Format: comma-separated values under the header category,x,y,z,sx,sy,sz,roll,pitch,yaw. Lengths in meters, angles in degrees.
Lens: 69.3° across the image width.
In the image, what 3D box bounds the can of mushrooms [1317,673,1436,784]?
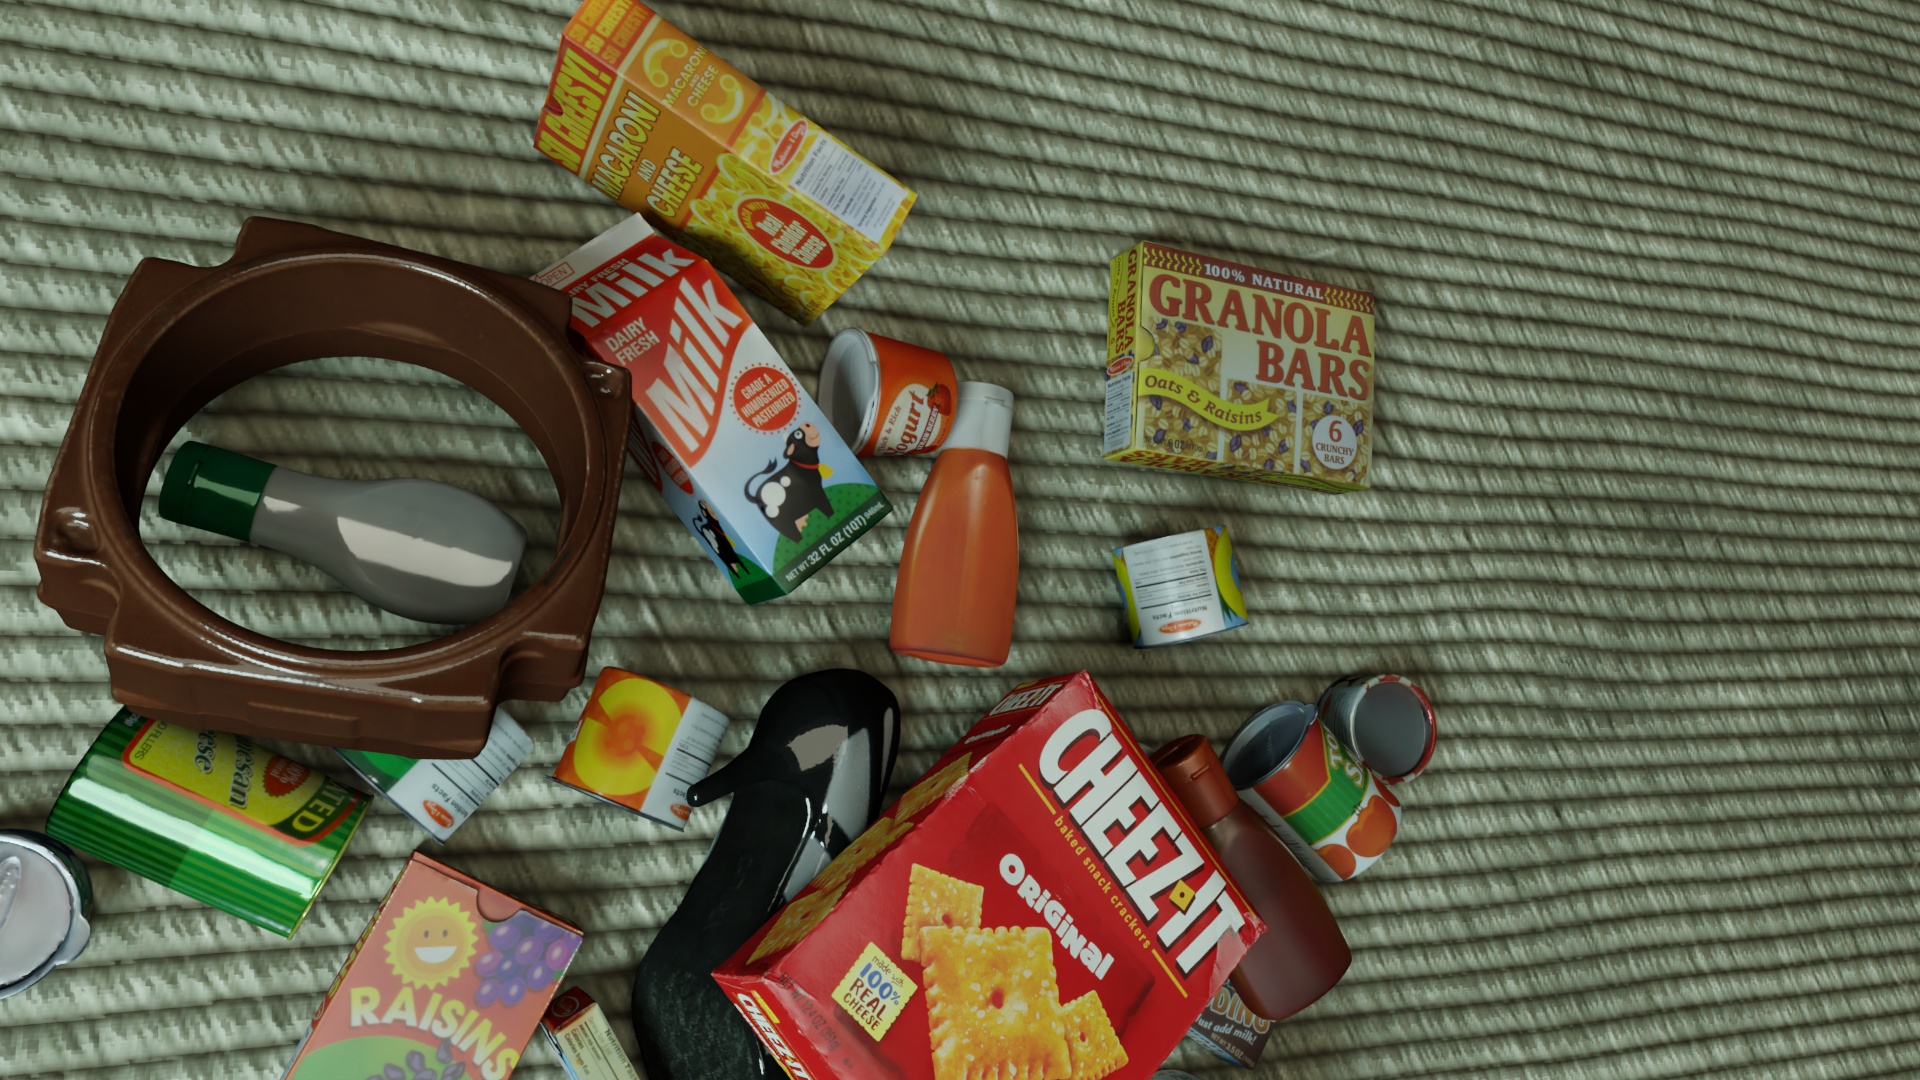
category,x,y,z,sx,sy,sz,roll,pitch,yaw
can of mushrooms,0.251,0.113,0.833,0.071,0.033,0.071,3,81,-22

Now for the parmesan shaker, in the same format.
category,x,y,z,sx,sy,sz,roll,pitch,yaw
parmesan shaker,-0.310,0.115,0.576,0.103,0.071,0.071,31,72,-16

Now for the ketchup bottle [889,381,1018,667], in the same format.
category,x,y,z,sx,sy,sz,roll,pitch,yaw
ketchup bottle,0.003,-0.009,0.740,0.065,0.043,0.149,12,78,-22

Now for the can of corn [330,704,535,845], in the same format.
category,x,y,z,sx,sy,sz,roll,pitch,yaw
can of corn,-0.235,0.090,0.616,0.071,0.071,0.058,46,68,-11

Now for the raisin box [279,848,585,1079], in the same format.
category,x,y,z,sx,sy,sz,roll,pitch,yaw
raisin box,-0.235,0.211,0.612,0.086,0.040,0.124,31,71,-15

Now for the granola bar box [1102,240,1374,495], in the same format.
category,x,y,z,sx,sy,sz,roll,pitch,yaw
granola bar box,0.168,-0.099,0.824,0.166,0.039,0.124,7,80,-22

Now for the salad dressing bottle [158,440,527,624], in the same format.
category,x,y,z,sx,sy,sz,roll,pitch,yaw
salad dressing bottle,-0.274,-0.006,0.624,0.148,0.044,0.064,18,70,-18

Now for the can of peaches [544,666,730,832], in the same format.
category,x,y,z,sx,sy,sz,roll,pitch,yaw
can of peaches,-0.151,0.097,0.650,0.071,0.071,0.058,27,74,-17

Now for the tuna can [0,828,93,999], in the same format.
category,x,y,z,sx,sy,sz,roll,pitch,yaw
tuna can,-0.387,0.151,0.560,0.071,0.032,0.071,3,82,-22

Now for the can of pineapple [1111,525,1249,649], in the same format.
category,x,y,z,sx,sy,sz,roll,pitch,yaw
can of pineapple,0.122,0.026,0.775,0.071,0.071,0.058,-11,87,-24

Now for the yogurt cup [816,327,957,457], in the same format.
category,x,y,z,sx,sy,sz,roll,pitch,yaw
yogurt cup,-0.038,-0.074,0.722,0.054,0.072,0.072,3,82,-30

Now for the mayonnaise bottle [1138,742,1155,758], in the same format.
category,x,y,z,sx,sy,sz,roll,pitch,yaw
mayonnaise bottle,0.096,0.143,0.760,0.148,0.041,0.065,38,73,-13

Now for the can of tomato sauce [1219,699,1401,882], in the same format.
category,x,y,z,sx,sy,sz,roll,pitch,yaw
can of tomato sauce,0.200,0.141,0.788,0.083,0.071,0.071,45,69,-12

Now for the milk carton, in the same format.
category,x,y,z,sx,sy,sz,roll,pitch,yaw
milk carton,-0.126,-0.065,0.678,0.072,0.073,0.190,-39,98,-23

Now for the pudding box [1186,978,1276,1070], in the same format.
category,x,y,z,sx,sy,sz,roll,pitch,yaw
pudding box,0.136,0.248,0.767,0.083,0.030,0.050,39,69,-14

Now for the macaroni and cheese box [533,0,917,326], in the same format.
category,x,y,z,sx,sy,sz,roll,pitch,yaw
macaroni and cheese box,-0.118,-0.178,0.669,0.166,0.123,0.040,32,71,-16

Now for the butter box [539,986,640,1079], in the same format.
category,x,y,z,sx,sy,sz,roll,pitch,yaw
butter box,-0.156,0.256,0.631,0.024,0.053,0.103,-30,95,-26

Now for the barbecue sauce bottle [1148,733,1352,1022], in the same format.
category,x,y,z,sx,sy,sz,roll,pitch,yaw
barbecue sauce bottle,0.147,0.174,0.730,0.065,0.043,0.148,-31,98,-17
